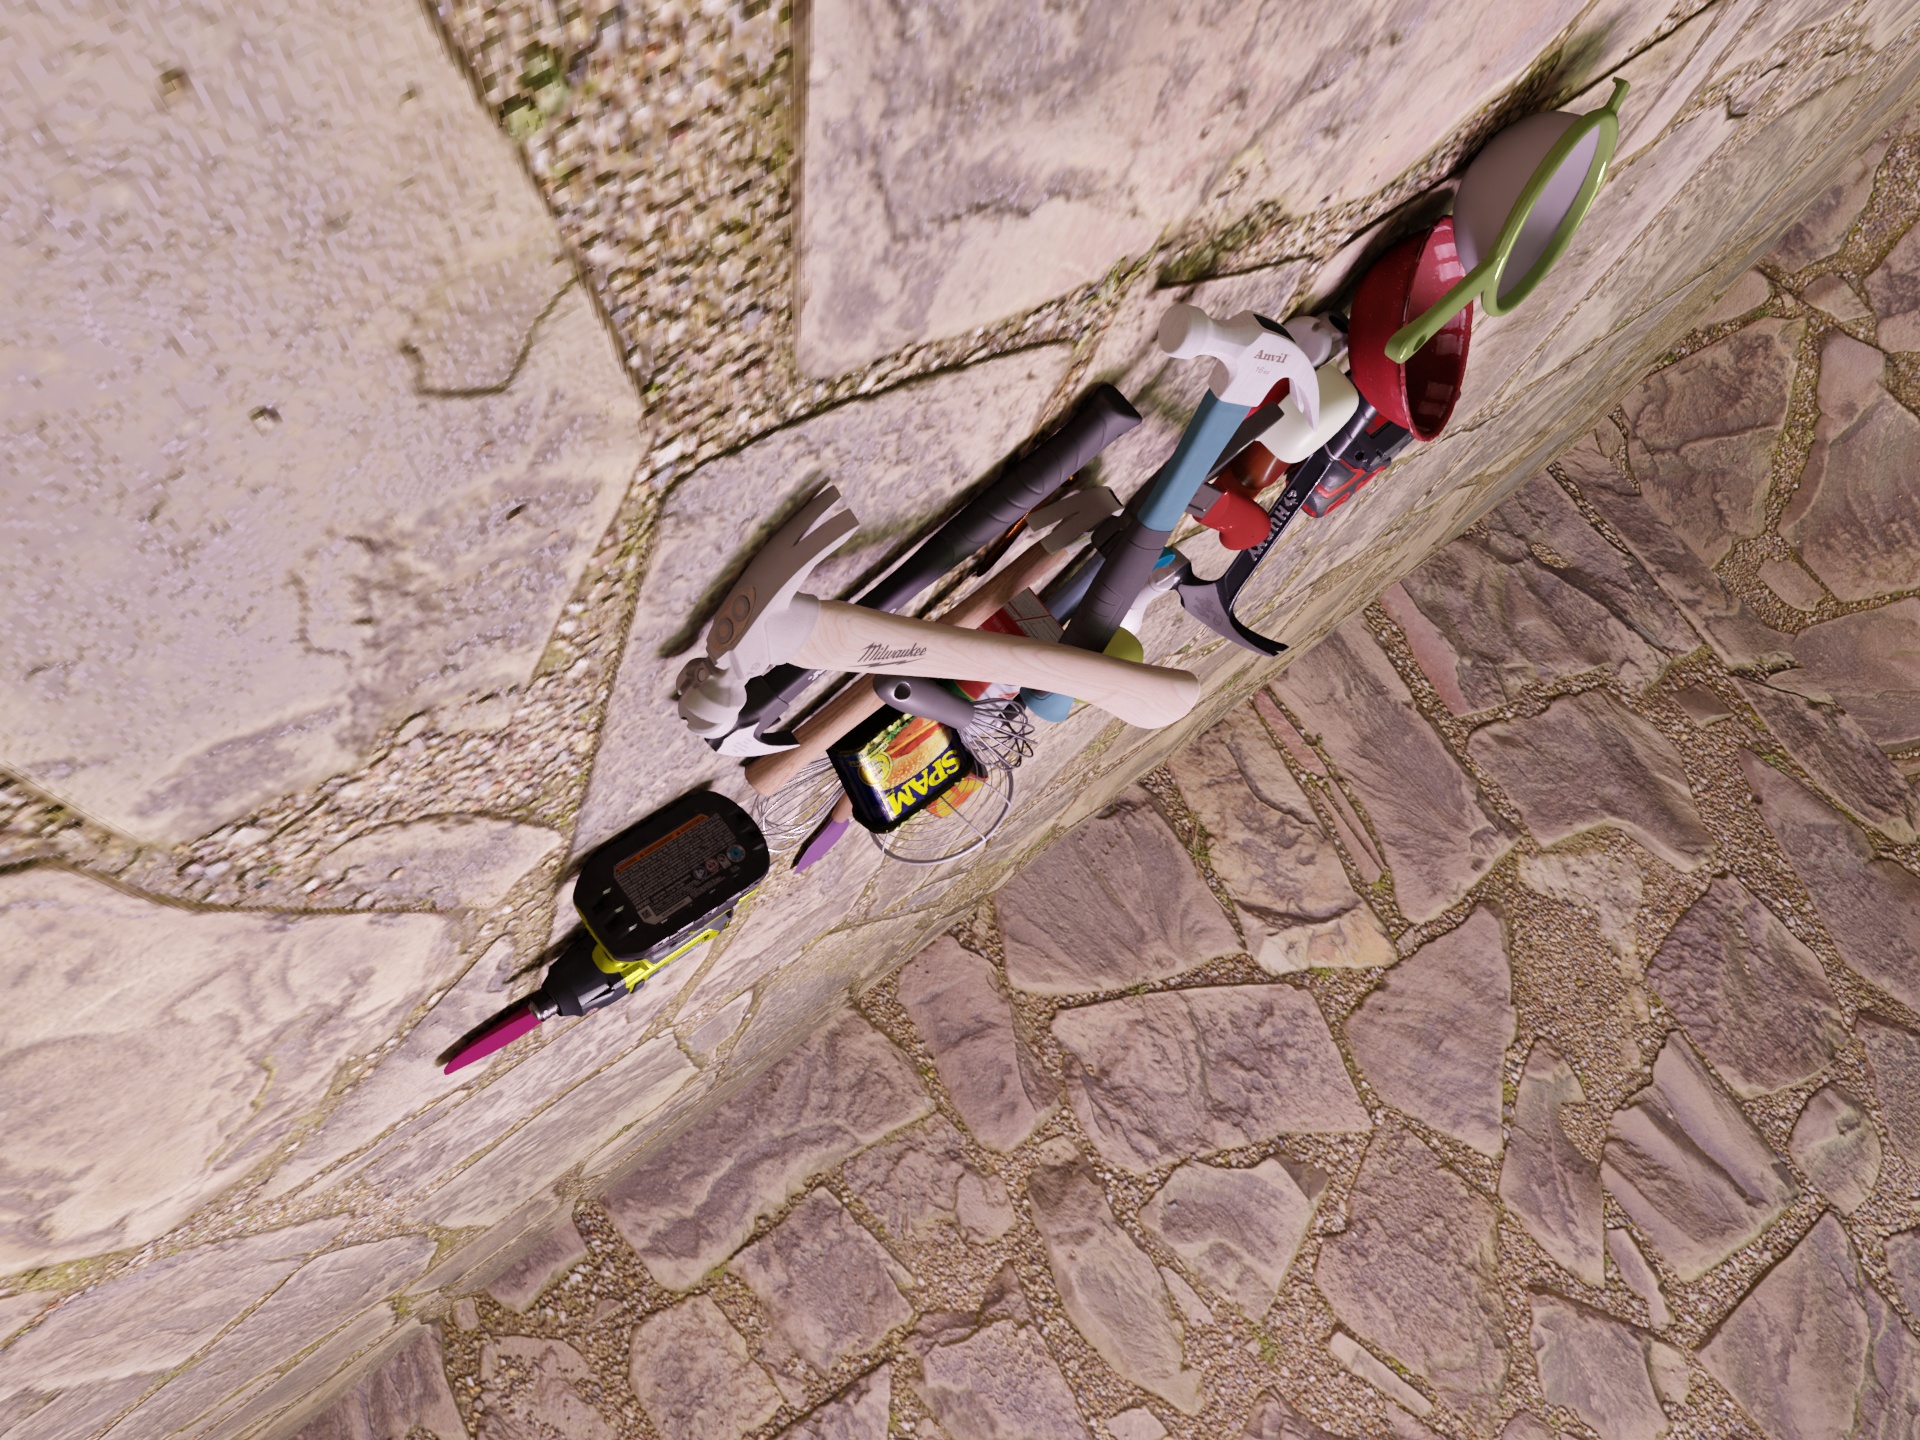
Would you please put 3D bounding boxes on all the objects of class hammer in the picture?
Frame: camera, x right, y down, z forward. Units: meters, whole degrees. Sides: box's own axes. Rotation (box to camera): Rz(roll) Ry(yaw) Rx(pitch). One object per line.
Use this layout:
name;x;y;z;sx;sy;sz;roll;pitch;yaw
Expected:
hammer;0.026;-0.044;0.973;0.410;0.038;0.146;7;132;-48
hammer;-0.023;-0.092;0.988;0.335;0.035;0.146;-39;169;0
hammer;0.201;-0.169;1.202;0.149;0.037;0.359;-42;169;16
hammer;0.118;-0.118;1.021;0.128;0.033;0.330;2;137;-29
hammer;0.169;-0.175;1.276;0.386;0.038;0.143;-45;169;30
hammer;0.317;-0.223;1.387;0.036;0.149;0.408;-28;158;-45
hammer;-0.020;-0.055;1.127;0.331;0.031;0.130;-38;171;6

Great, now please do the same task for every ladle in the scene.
ladle;0.099;-0.038;1.449;0.078;0.062;0.320;-44;-179;-9

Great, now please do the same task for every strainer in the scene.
strainer;0.144;-0.099;1.341;0.087;0.050;0.258;-31;179;-8
strainer;0.352;-0.332;1.093;0.256;0.069;0.151;-42;156;-22

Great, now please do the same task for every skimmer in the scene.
skimmer;0.016;0.041;1.425;0.127;0.090;0.363;-10;-173;17

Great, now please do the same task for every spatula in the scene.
spatula;-0.103;0.077;1.457;0.060;0.018;0.315;-34;170;-28

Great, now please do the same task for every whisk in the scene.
whisk;-0.078;0.028;1.274;0.058;0.059;0.246;5;-149;44
whisk;-0.003;-0.003;1.145;0.055;0.055;0.238;-41;155;13

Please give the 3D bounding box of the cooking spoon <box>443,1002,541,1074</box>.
cooking spoon;-0.291;0.199;1.331;0.319;0.017;0.068;-34;169;-24

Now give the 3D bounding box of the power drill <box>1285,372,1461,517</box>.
power drill;0.404;-0.287;1.509;0.188;0.080;0.226;-39;172;0

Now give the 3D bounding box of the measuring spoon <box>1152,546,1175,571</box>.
measuring spoon;0.137;-0.133;1.421;0.128;0.021;0.042;-22;167;-31

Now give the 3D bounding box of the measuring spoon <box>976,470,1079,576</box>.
measuring spoon;0.046;-0.135;1.100;0.021;0.011;0.117;-25;163;-51

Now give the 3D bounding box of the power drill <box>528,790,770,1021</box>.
power drill;-0.232;0.148;1.172;0.171;0.080;0.223;-33;171;-30

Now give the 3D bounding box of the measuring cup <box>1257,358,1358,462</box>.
measuring cup;0.279;-0.231;1.201;0.083;0.038;0.167;-46;168;31
